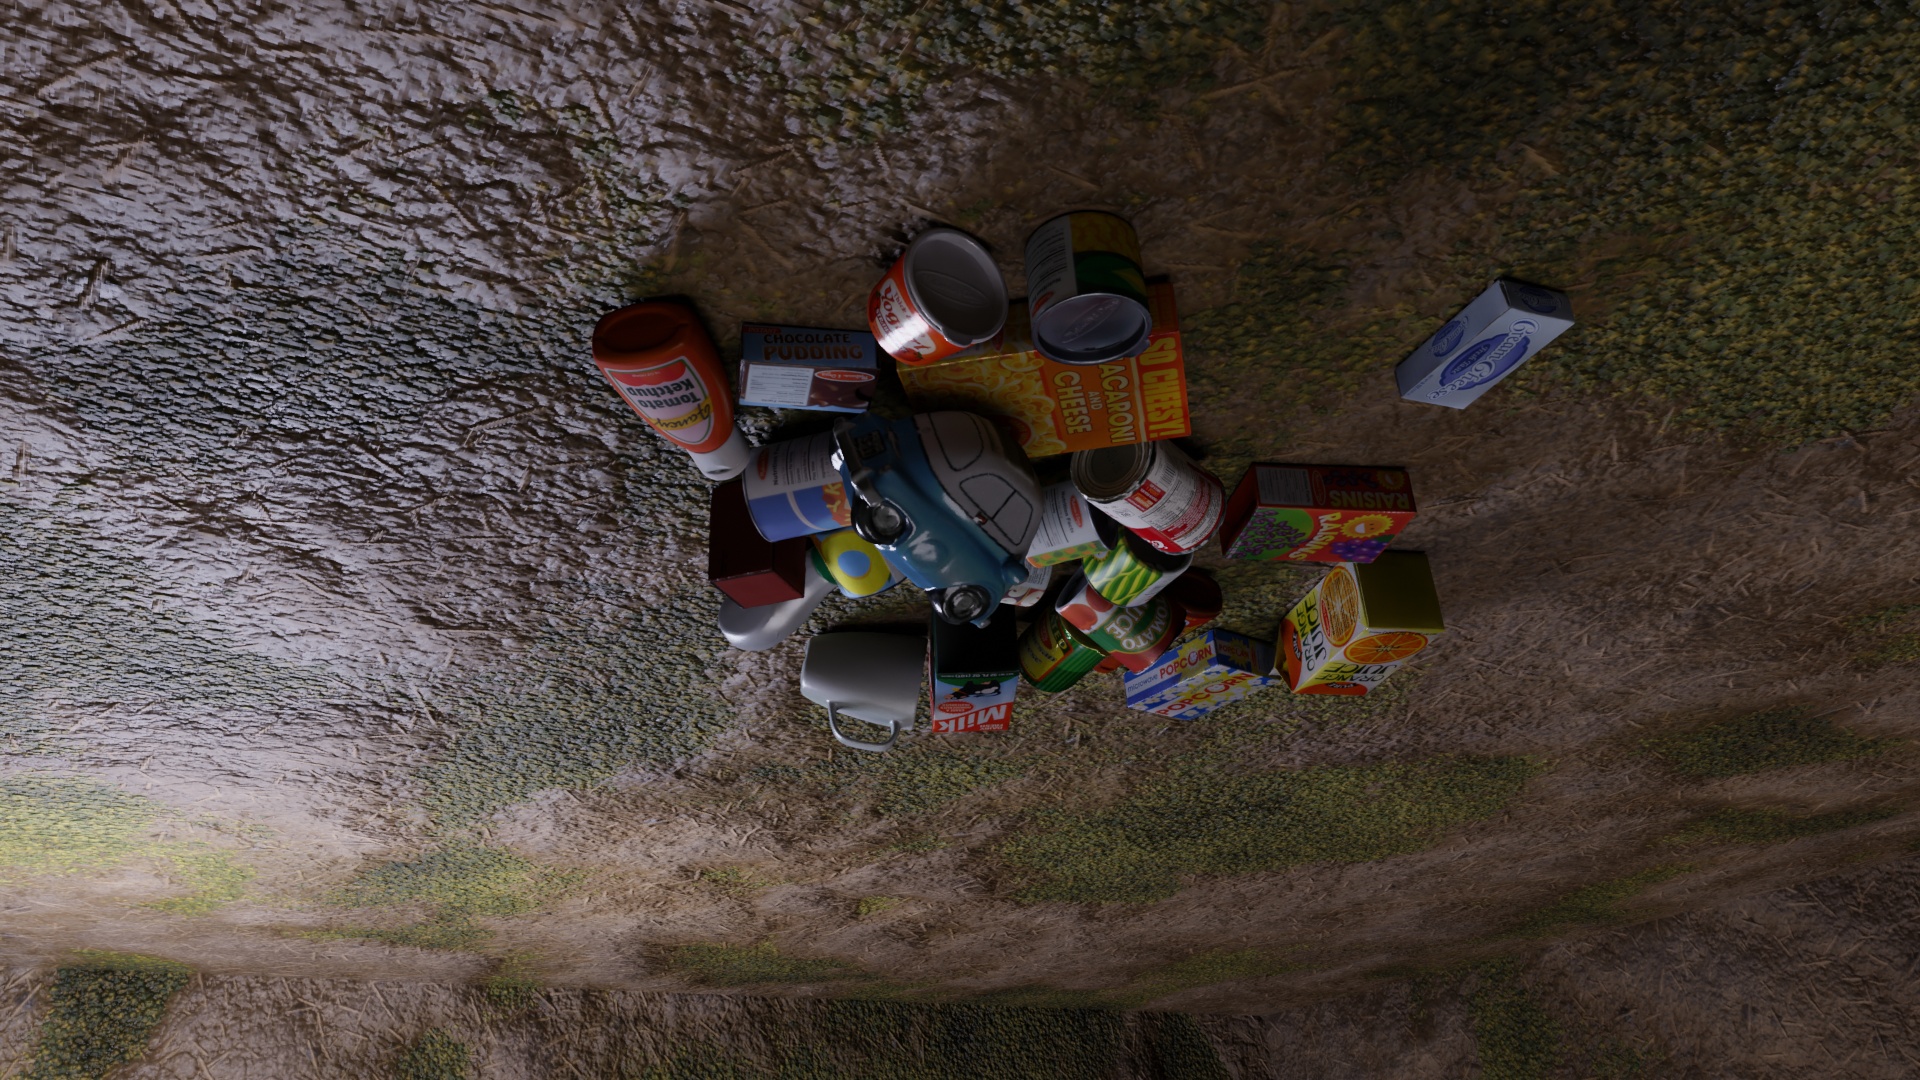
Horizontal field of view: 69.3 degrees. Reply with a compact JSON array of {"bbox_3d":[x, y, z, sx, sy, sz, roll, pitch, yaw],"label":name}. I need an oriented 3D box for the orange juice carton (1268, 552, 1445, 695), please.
[{"bbox_3d":[0.339,0.083,1.215,0.072,0.073,0.191,2,152,-12],"label":"orange juice carton"}]

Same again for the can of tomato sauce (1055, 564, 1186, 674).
[{"bbox_3d":[0.128,0.056,1.107,0.083,0.071,0.071,39,141,-7],"label":"can of tomato sauce"}]

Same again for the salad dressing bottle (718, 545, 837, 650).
[{"bbox_3d":[-0.126,0.035,1.082,0.147,0.064,0.044,-33,135,31],"label":"salad dressing bottle"}]

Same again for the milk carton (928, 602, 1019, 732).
[{"bbox_3d":[0.009,0.120,1.244,0.072,0.074,0.189,-2,153,-3],"label":"milk carton"}]

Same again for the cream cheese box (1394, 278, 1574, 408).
[{"bbox_3d":[0.328,-0.122,0.873,0.053,0.024,0.103,7,151,-22],"label":"cream cheese box"}]

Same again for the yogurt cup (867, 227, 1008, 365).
[{"bbox_3d":[-0.015,-0.132,0.770,0.072,0.072,0.053,15,155,-32],"label":"yogurt cup"}]

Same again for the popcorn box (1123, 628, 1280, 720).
[{"bbox_3d":[0.229,0.131,1.329,0.085,0.038,0.126,17,146,-33],"label":"popcorn box"}]

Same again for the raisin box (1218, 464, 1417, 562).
[{"bbox_3d":[0.266,-0.019,1.047,0.123,0.040,0.085,2,151,-8],"label":"raisin box"}]

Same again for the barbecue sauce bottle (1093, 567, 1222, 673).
[{"bbox_3d":[0.160,0.072,1.203,0.065,0.044,0.148,15,148,-23],"label":"barbecue sauce bottle"}]

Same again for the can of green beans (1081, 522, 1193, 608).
[{"bbox_3d":[0.135,0.010,1.056,0.071,0.071,0.057,9,149,-23],"label":"can of green beans"}]

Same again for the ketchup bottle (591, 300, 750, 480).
[{"bbox_3d":[-0.169,-0.088,0.855,0.065,0.044,0.148,-7,153,8],"label":"ketchup bottle"}]

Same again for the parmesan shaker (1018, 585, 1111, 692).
[{"bbox_3d":[0.095,0.086,1.190,0.071,0.071,0.102,7,151,-19],"label":"parmesan shaker"}]

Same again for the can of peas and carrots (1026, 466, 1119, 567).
[{"bbox_3d":[0.075,-0.018,0.997,0.058,0.071,0.071,-15,150,22],"label":"can of peas and carrots"}]

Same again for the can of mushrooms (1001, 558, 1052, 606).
[{"bbox_3d":[0.041,0.016,1.058,0.033,0.071,0.070,9,150,-24],"label":"can of mushrooms"}]

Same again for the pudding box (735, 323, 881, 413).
[{"bbox_3d":[-0.094,-0.104,0.848,0.084,0.030,0.049,3,151,-12],"label":"pudding box"}]

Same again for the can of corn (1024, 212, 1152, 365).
[{"bbox_3d":[0.072,-0.139,0.772,0.071,0.058,0.071,-3,152,-1],"label":"can of corn"}]

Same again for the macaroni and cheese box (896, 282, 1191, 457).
[{"bbox_3d":[0.055,-0.100,0.863,0.166,0.040,0.123,-7,153,9],"label":"macaroni and cheese box"}]

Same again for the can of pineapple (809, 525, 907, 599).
[{"bbox_3d":[-0.070,0.000,0.992,0.071,0.071,0.057,-16,117,22],"label":"can of pineapple"}]

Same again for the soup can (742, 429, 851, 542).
[{"bbox_3d":[-0.094,-0.037,0.936,0.084,0.071,0.071,-11,151,13],"label":"soup can"}]
